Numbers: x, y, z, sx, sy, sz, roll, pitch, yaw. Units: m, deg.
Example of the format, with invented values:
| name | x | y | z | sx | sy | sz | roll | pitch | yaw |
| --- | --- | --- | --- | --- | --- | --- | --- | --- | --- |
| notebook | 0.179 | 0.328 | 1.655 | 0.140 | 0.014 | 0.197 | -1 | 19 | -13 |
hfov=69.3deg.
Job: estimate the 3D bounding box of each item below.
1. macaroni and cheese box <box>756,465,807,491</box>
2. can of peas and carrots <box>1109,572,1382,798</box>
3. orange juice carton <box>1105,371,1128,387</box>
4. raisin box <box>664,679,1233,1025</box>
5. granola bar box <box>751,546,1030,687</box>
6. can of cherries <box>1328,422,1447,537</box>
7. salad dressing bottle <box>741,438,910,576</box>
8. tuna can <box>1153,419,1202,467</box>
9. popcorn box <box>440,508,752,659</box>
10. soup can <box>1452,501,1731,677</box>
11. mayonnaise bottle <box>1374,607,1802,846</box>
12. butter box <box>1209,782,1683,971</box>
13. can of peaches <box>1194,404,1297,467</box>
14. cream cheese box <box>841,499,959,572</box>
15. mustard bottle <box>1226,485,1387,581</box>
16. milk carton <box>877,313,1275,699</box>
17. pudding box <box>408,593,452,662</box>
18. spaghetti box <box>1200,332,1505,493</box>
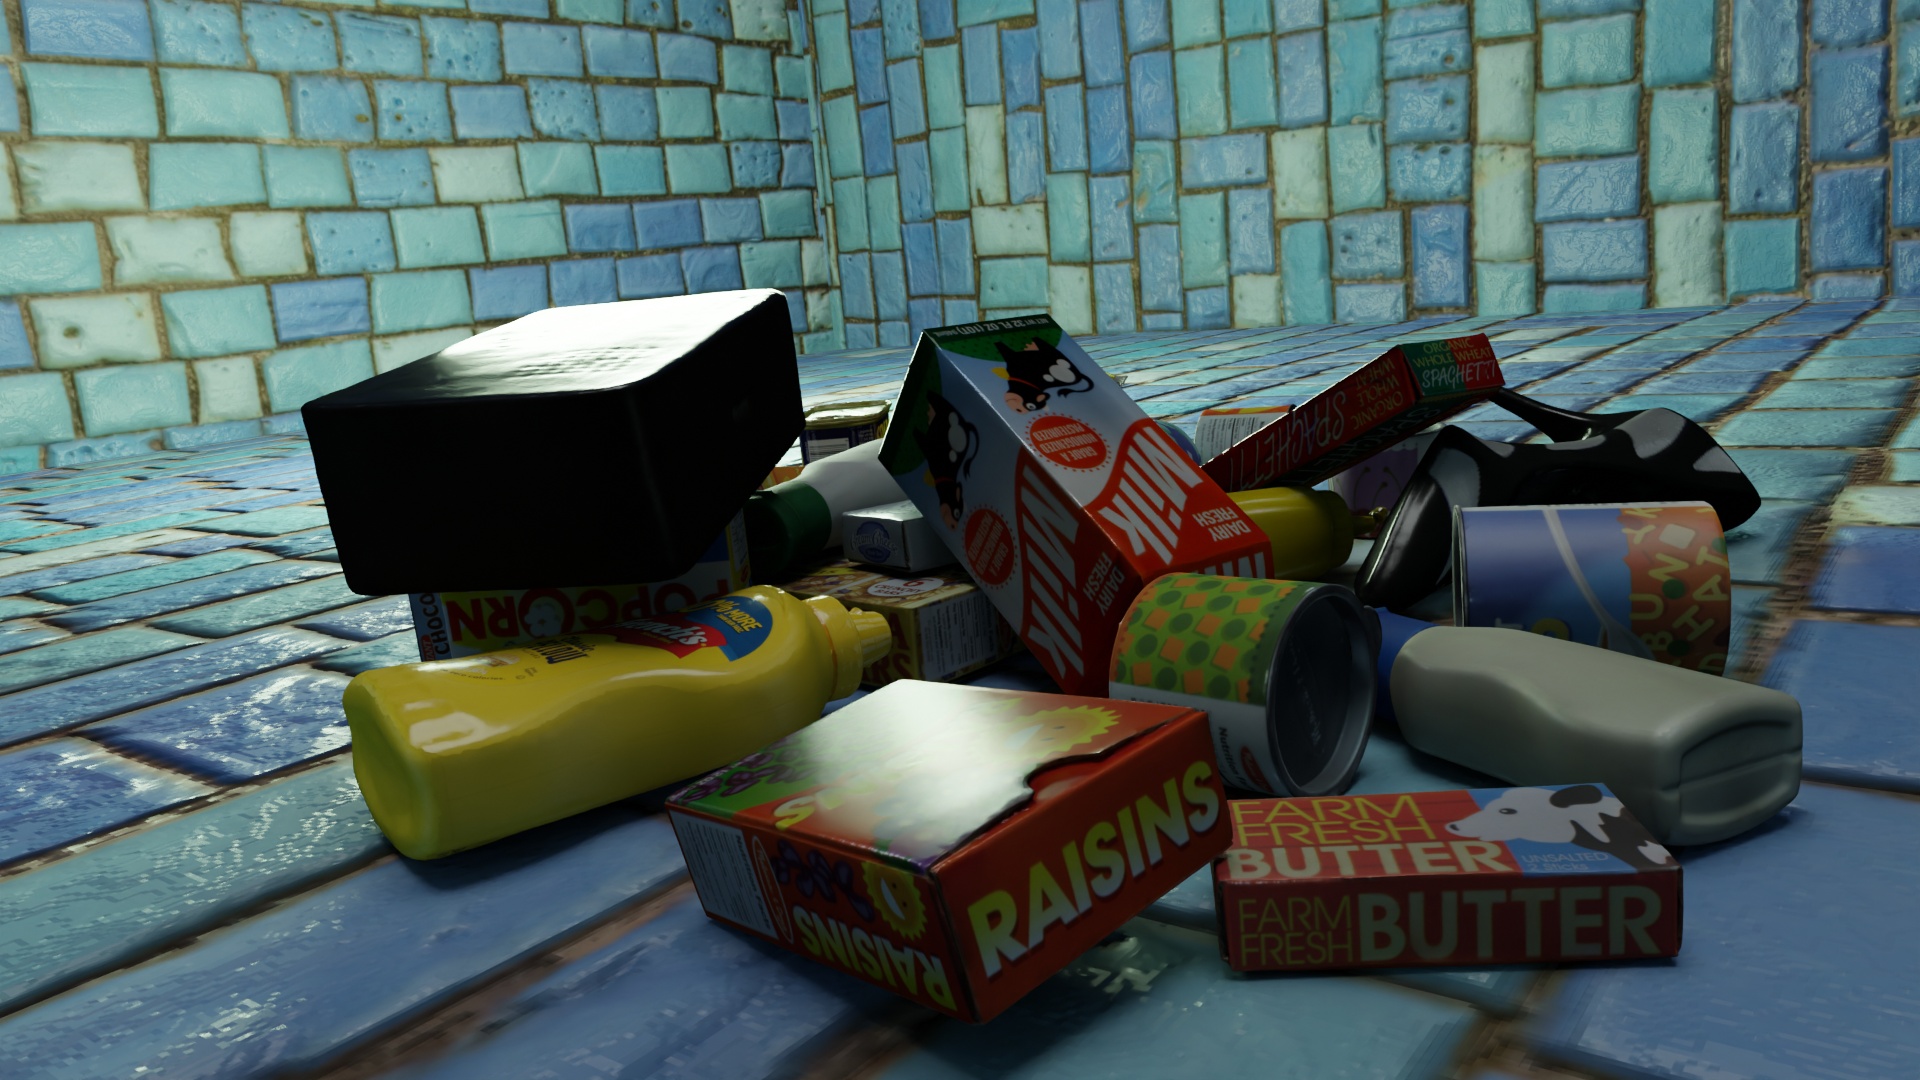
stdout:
| name | x | y | z | sx | sy | sz | roll | pitch | yaw |
| --- | --- | --- | --- | --- | --- | --- | --- | --- | --- |
| macaroni and cheese box | -0.145 | -0.001 | 0.715 | 0.123 | 0.040 | 0.167 | -19 | -2 | 17 |
| can of peas and carrots | 0.090 | 0.043 | 0.434 | 0.058 | 0.070 | 0.071 | 4 | 14 | 43 |
| orange juice carton | 0.036 | -0.061 | 0.839 | 0.072 | 0.073 | 0.192 | -56 | 19 | -14 |
| raisin box | -0.006 | 0.070 | 0.351 | 0.086 | 0.040 | 0.123 | -23 | 12 | -36 |
| granola bar box | -0.035 | 0.027 | 0.646 | 0.165 | 0.039 | 0.125 | 5 | 15 | 43 |
| can of cherries | 0.240 | -0.036 | 0.789 | 0.071 | 0.058 | 0.071 | -6 | 12 | 1 |
| salad dressing bottle | -0.060 | -0.018 | 0.673 | 0.064 | 0.044 | 0.148 | 0 | 13 | 25 |
| tuna can | 0.115 | -0.038 | 0.851 | 0.071 | 0.071 | 0.033 | 3 | 12 | 36 |
| popcorn box | -0.153 | 0.025 | 0.592 | 0.127 | 0.085 | 0.038 | -4 | 14 | 3 |
| soup can | 0.220 | 0.022 | 0.493 | 0.084 | 0.071 | 0.071 | -1 | 11 | 17 |
| mayonnaise bottle | 0.172 | 0.051 | 0.428 | 0.065 | 0.041 | 0.148 | -8 | 10 | -23 |
| butter box | 0.113 | 0.081 | 0.339 | 0.103 | 0.024 | 0.053 | -4 | 11 | 6 |
| can of peaches | 0.184 | -0.051 | 0.877 | 0.058 | 0.071 | 0.071 | -1 | 12 | 24 |
| cream cheese box | 0.002 | -0.008 | 0.637 | 0.104 | 0.024 | 0.053 | -12 | 11 | -35 |
| mustard bottle | 0.138 | 0.001 | 0.675 | 0.160 | 0.048 | 0.065 | -7 | 7 | -13 |
| milk carton | 0.052 | -0.005 | 0.557 | 0.072 | 0.073 | 0.191 | -14 | 51 | -36 |
| pudding box | -0.244 | 0.020 | 0.664 | 0.030 | 0.083 | 0.050 | -8 | 12 | -8 |
| spaghetti box | 0.171 | -0.044 | 0.701 | 0.050 | 0.029 | 0.249 | -10 | -11 | -22 |
